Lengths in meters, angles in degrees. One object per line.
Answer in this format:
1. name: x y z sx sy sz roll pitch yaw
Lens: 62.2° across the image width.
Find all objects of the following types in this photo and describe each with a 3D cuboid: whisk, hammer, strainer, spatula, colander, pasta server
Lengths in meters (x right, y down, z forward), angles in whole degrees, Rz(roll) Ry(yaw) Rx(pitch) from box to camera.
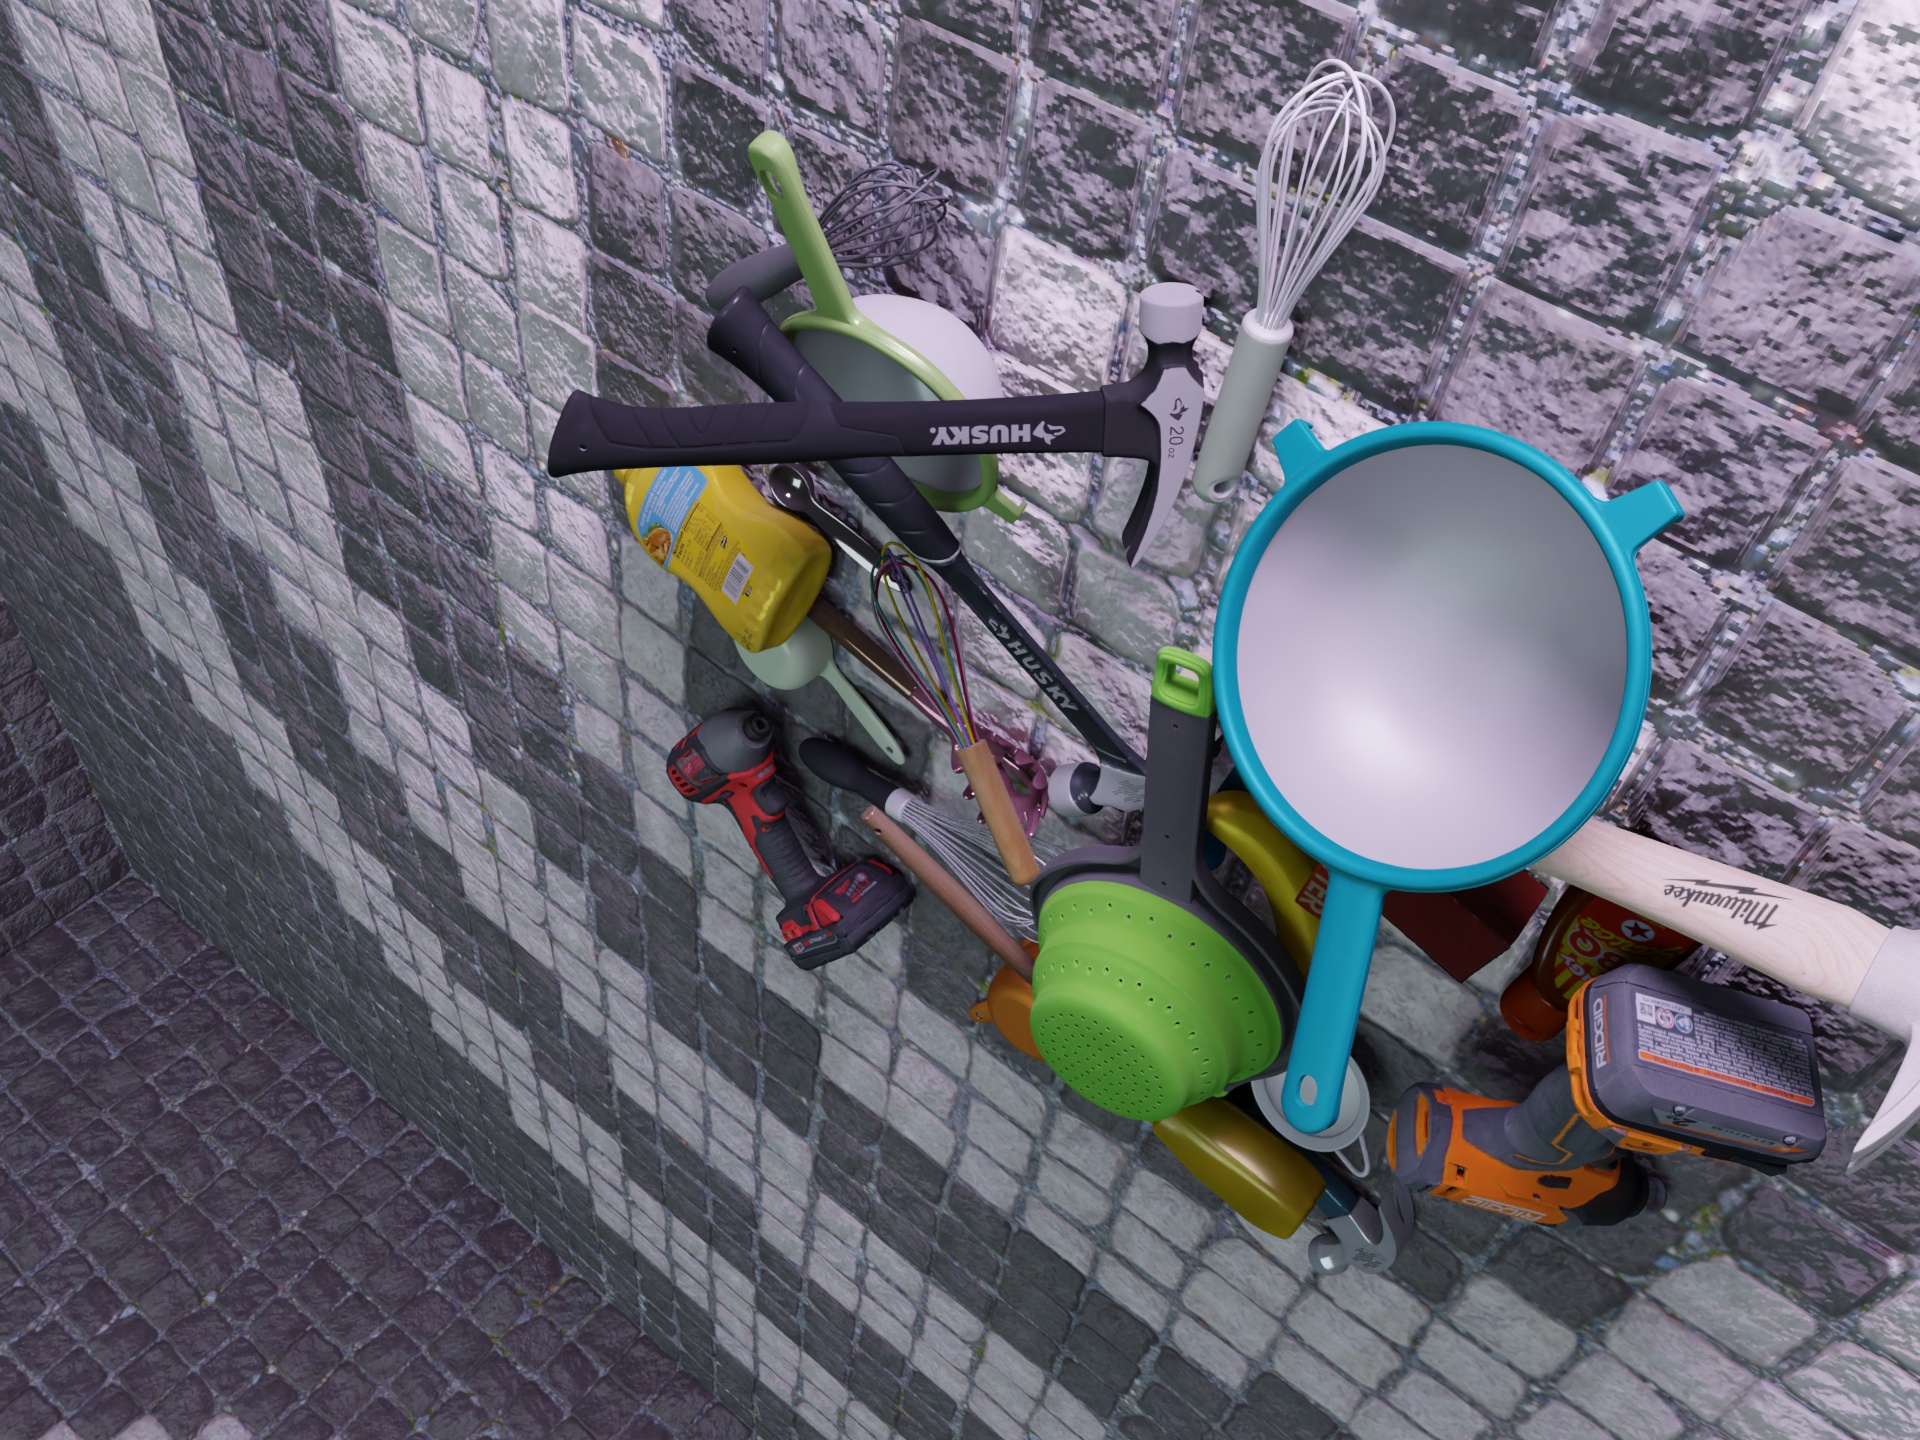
1. whisk: -0.001 -0.003 1.047 0.047 0.051 0.245 -18 98 32
2. hammer: 0.195 0.263 1.135 0.331 0.033 0.128 48 146 1
3. strainer: -0.043 -0.222 0.862 0.152 0.069 0.256 23 156 33
4. strainer: 0.219 0.032 0.759 0.211 0.095 0.340 21 106 41
5. strainer: 0.192 0.190 1.066 0.258 0.050 0.087 49 128 9
6. whisk: 0.147 -0.194 0.751 0.246 0.058 0.059 101 154 -52
7. hammer: 0.001 -0.086 0.928 0.149 0.036 0.408 -11 129 50
8. hammer: 0.274 0.060 0.787 0.411 0.146 0.038 26 161 35
9. spatula: 0.036 0.167 1.127 0.060 0.018 0.315 -25 119 36
10. colander: 0.108 0.126 0.950 0.205 0.094 0.396 23 141 25
11. hammer: -0.044 -0.145 0.819 0.334 0.035 0.146 -3 125 -2
12. whisk: -0.019 0.076 1.174 0.285 0.070 0.070 30 141 33
13. pasta server: -0.056 -0.034 1.118 0.316 0.040 0.060 41 126 13
14. whisk: -0.086 -0.273 0.922 0.239 0.055 0.055 -2 122 53

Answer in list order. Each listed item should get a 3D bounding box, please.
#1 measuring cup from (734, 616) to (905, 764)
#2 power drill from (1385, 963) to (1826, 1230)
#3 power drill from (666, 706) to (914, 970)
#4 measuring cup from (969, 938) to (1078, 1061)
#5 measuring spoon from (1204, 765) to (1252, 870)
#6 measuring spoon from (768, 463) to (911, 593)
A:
1. measuring cup: -0.106 -0.024 1.178 0.167 0.038 0.083 50 145 2
2. power drill: 0.355 0.218 0.859 0.164 0.084 0.226 16 147 -7
3. power drill: -0.144 0.088 1.299 0.219 0.078 0.143 54 144 -3
4. measuring cup: 0.041 0.233 1.252 0.095 0.052 0.173 52 143 -5
5. measuring spoon: 0.166 0.048 0.982 0.042 0.021 0.128 33 134 3
6. measuring spoon: -0.078 -0.131 1.074 0.124 0.018 0.034 41 138 -2
